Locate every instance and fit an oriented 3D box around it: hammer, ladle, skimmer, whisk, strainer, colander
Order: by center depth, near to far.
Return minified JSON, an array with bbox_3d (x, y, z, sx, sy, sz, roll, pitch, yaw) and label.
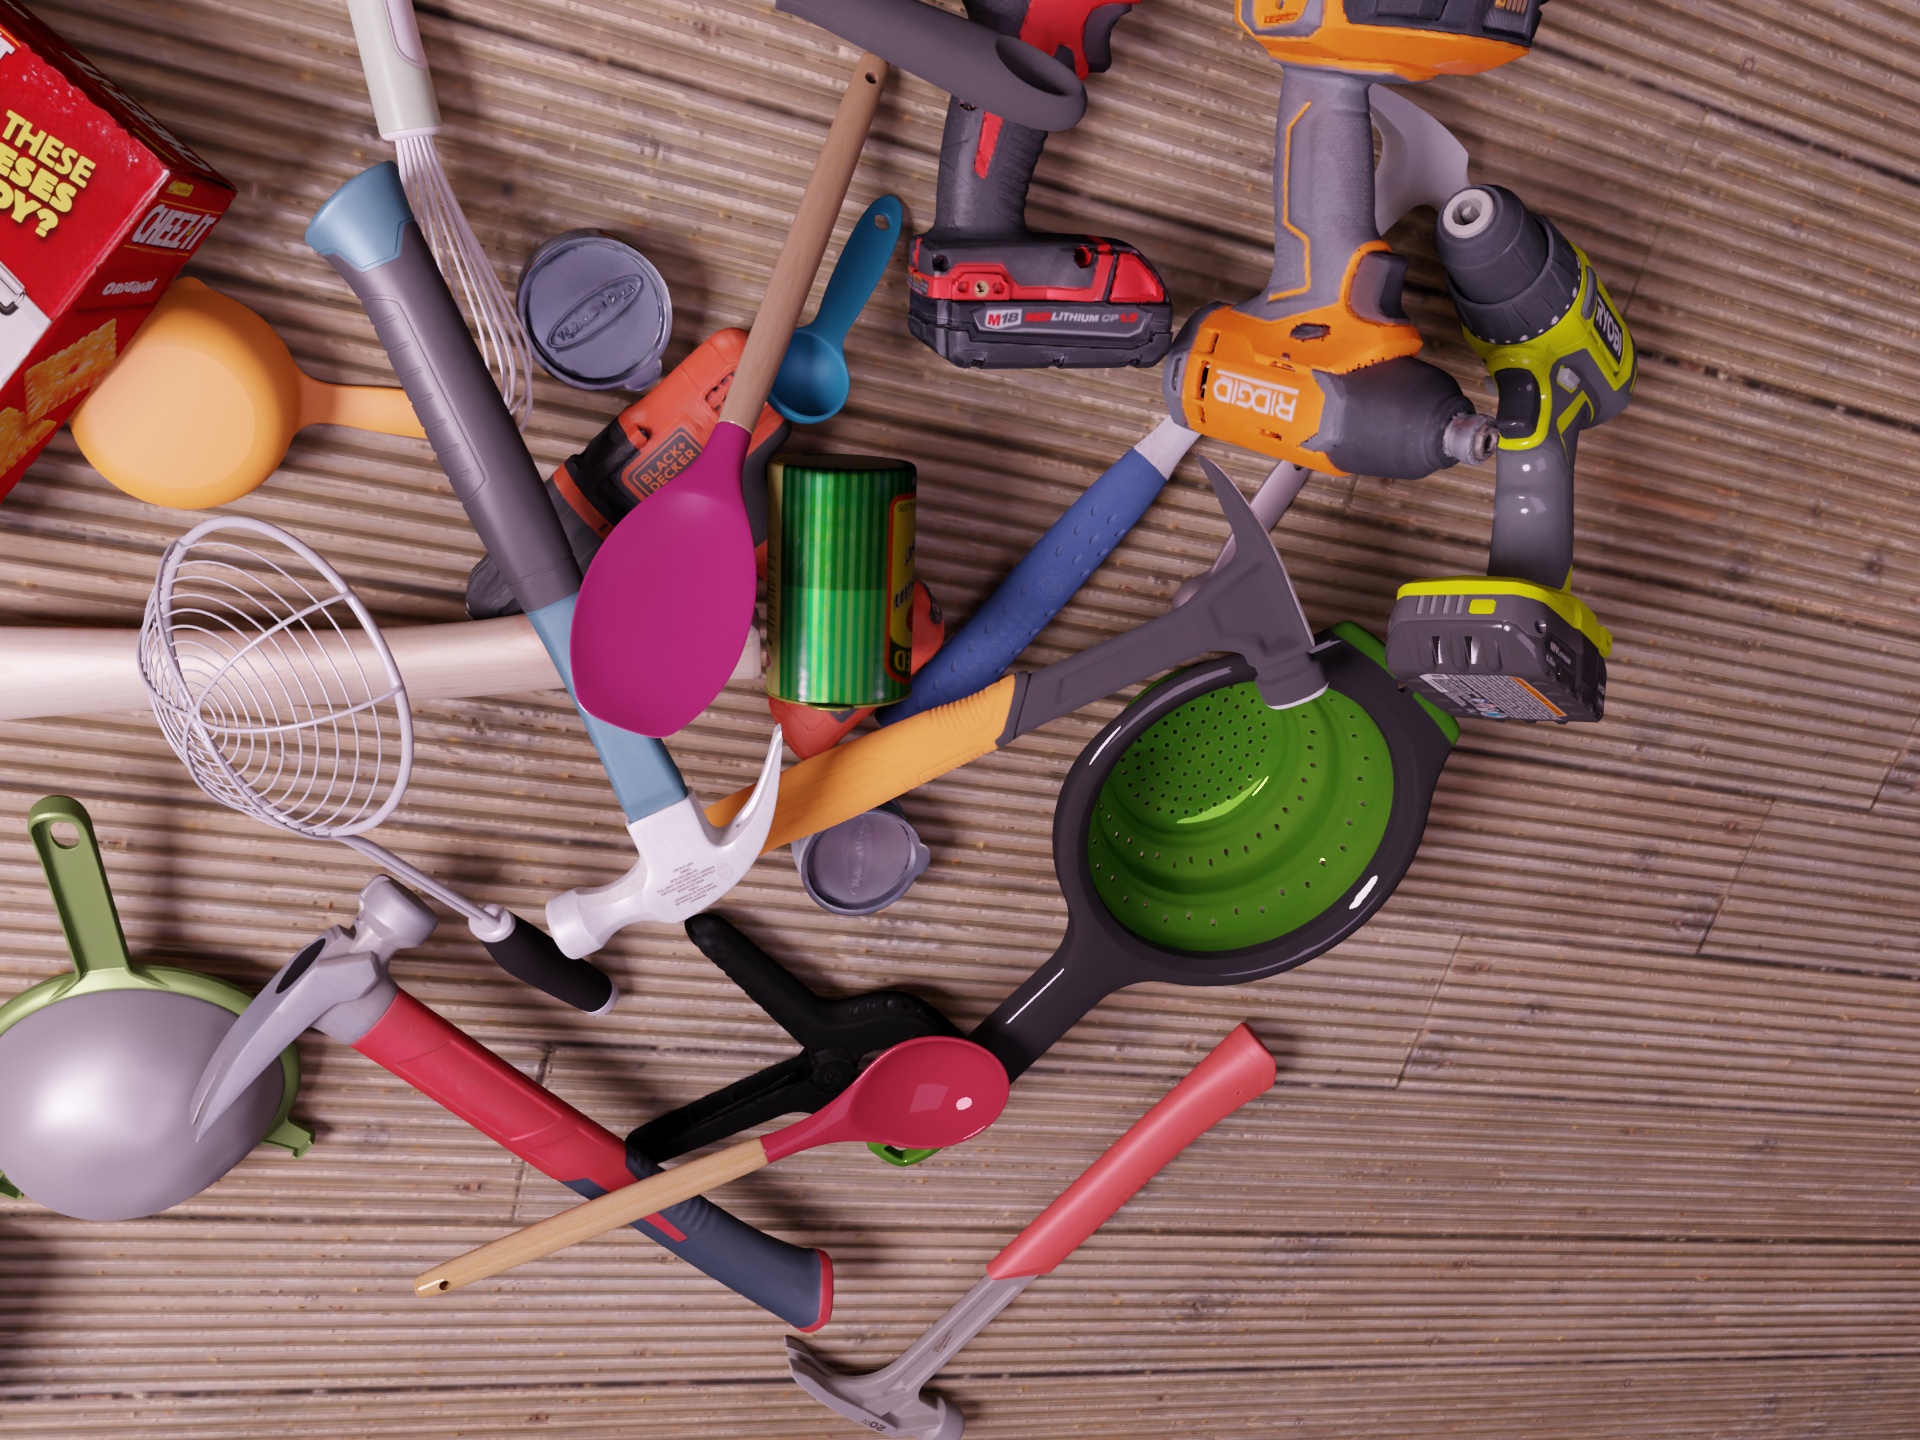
[{"bbox_3d":[-0.086,-0.297,0.619,0.295,0.073,0.073,20,108,-9],"label":"whisk"},{"bbox_3d":[-0.220,-0.230,0.645,0.059,0.058,0.246,-1,112,20],"label":"whisk"},{"bbox_3d":[-0.176,-0.062,0.660,0.128,0.033,0.330,-23,109,-1],"label":"hammer"},{"bbox_3d":[-0.294,-0.015,0.701,0.410,0.038,0.146,-3,117,-7],"label":"hammer"},{"bbox_3d":[-0.226,0.045,0.711,0.090,0.127,0.363,-66,156,-19],"label":"skimmer"},{"bbox_3d":[-0.395,0.151,0.738,0.151,0.069,0.256,-4,128,-16],"label":"strainer"},{"bbox_3d":[-0.001,-0.002,0.759,0.337,0.034,0.127,-25,105,5],"label":"hammer"},{"bbox_3d":[0.099,-0.142,0.804,0.144,0.035,0.405,37,99,-29],"label":"hammer"},{"bbox_3d":[-0.125,0.234,0.822,0.315,0.031,0.069,-19,110,-10],"label":"ladle"},{"bbox_3d":[-0.207,0.244,0.840,0.143,0.038,0.385,-49,123,-10],"label":"hammer"},{"bbox_3d":[0.085,0.093,0.883,0.204,0.095,0.397,38,104,-27],"label":"colander"},{"bbox_3d":[0.057,0.322,1.014,0.359,0.037,0.149,-45,120,7],"label":"hammer"}]

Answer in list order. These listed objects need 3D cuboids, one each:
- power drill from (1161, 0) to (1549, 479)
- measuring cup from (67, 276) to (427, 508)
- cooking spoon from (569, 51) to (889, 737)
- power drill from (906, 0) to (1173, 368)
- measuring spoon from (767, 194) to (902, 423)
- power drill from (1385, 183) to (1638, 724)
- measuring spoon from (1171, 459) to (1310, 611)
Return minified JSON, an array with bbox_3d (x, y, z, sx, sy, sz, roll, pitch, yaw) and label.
[{"bbox_3d":[0.176,-0.217,0.677,0.084,0.164,0.226,-11,118,-38],"label":"power drill"},{"bbox_3d":[-0.283,-0.129,0.674,0.173,0.052,0.095,4,113,-18],"label":"measuring cup"},{"bbox_3d":[-0.086,-0.144,0.666,0.068,0.017,0.319,21,77,-12],"label":"cooking spoon"},{"bbox_3d":[0.044,-0.271,0.701,0.143,0.079,0.219,-3,112,-12],"label":"power drill"},{"bbox_3d":[-0.056,-0.184,0.713,0.042,0.021,0.129,31,65,-19],"label":"measuring spoon"},{"bbox_3d":[0.266,-0.125,0.765,0.190,0.080,0.228,22,75,-52],"label":"power drill"},{"bbox_3d":[0.157,-0.097,0.855,0.034,0.018,0.124,27,103,-27],"label":"measuring spoon"}]
